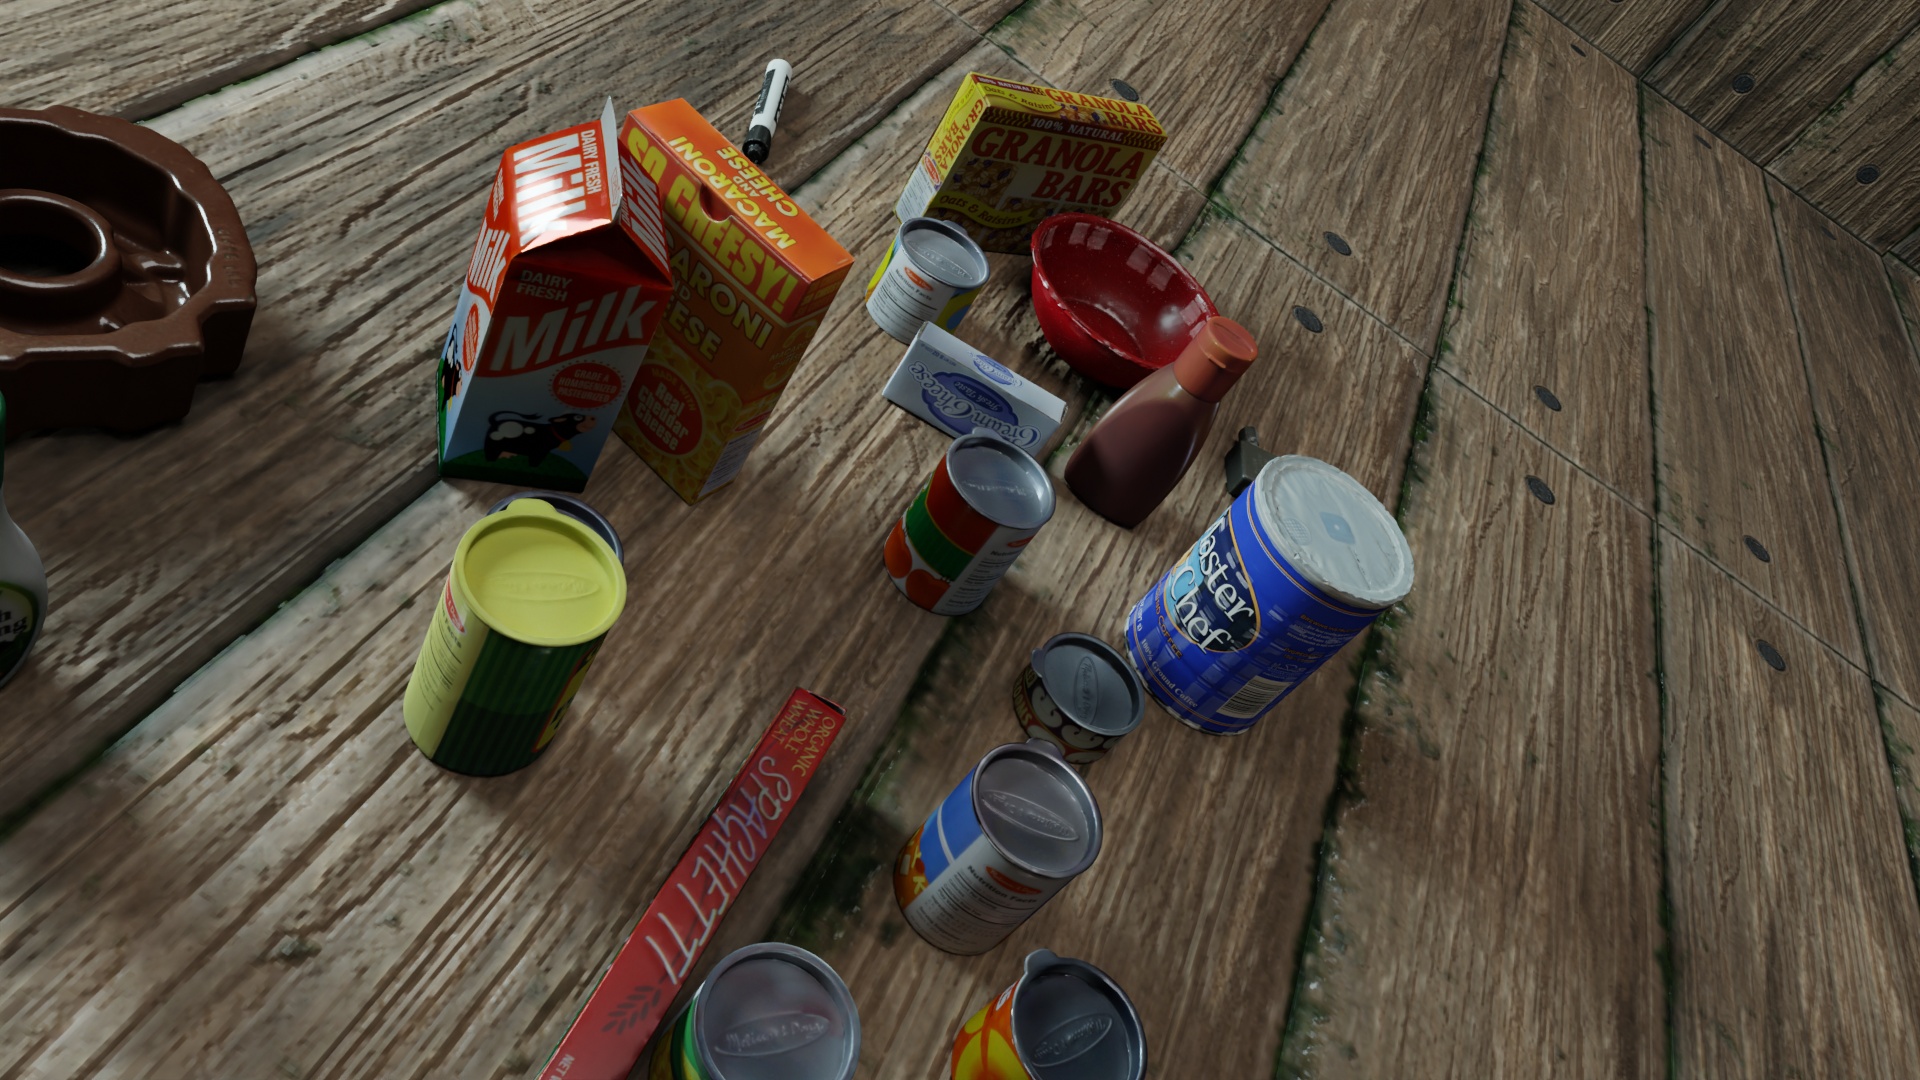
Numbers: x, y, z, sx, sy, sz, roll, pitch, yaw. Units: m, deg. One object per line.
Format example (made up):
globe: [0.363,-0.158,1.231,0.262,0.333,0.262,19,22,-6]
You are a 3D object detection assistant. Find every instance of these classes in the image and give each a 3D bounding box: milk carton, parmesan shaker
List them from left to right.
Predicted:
parmesan shaker: [-0.186,0.042,0.573,0.071,0.102,0.072,19,44,-19]
milk carton: [-0.187,-0.110,0.646,0.073,0.189,0.072,7,49,-30]

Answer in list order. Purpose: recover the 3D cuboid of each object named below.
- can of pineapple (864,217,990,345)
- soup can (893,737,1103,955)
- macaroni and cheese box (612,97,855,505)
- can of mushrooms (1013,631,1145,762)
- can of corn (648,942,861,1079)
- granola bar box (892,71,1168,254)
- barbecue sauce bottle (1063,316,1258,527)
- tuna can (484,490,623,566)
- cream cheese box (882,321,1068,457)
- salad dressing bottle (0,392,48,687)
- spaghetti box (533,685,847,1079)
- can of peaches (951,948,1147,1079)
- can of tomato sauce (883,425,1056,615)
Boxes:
can of pineapple: [-0.021,-0.170,0.915,0.071,0.057,0.071,19,44,-19]
soup can: [0.016,0.140,0.636,0.071,0.083,0.072,19,44,-19]
macaroni and cheese box: [-0.139,-0.116,0.702,0.124,0.165,0.040,44,41,8]
can of mushrooms: [0.062,0.085,0.757,0.071,0.033,0.071,19,44,-19]
can of corn: [-0.079,0.200,0.534,0.071,0.058,0.071,19,44,-19]
granola bar box: [0.050,-0.266,1.002,0.166,0.123,0.039,-3,55,-37]
barbecue sauce bottle: [0.126,-0.074,0.860,0.065,0.147,0.044,37,41,0]
tuna can: [-0.193,0.014,0.647,0.071,0.032,0.071,19,44,-19]
cream cheese box: [0.009,-0.087,0.864,0.104,0.053,0.024,30,42,-8]
salad dressing bottle: [-0.345,0.001,0.467,0.064,0.147,0.044,-16,63,-43]
spaghetti box: [-0.114,0.156,0.558,0.028,0.050,0.251,34,41,-3]
can of peaches: [0.036,0.220,0.596,0.071,0.057,0.071,19,44,-19]
can of tomato sauce: [0.003,-0.010,0.765,0.071,0.082,0.071,19,44,-19]
